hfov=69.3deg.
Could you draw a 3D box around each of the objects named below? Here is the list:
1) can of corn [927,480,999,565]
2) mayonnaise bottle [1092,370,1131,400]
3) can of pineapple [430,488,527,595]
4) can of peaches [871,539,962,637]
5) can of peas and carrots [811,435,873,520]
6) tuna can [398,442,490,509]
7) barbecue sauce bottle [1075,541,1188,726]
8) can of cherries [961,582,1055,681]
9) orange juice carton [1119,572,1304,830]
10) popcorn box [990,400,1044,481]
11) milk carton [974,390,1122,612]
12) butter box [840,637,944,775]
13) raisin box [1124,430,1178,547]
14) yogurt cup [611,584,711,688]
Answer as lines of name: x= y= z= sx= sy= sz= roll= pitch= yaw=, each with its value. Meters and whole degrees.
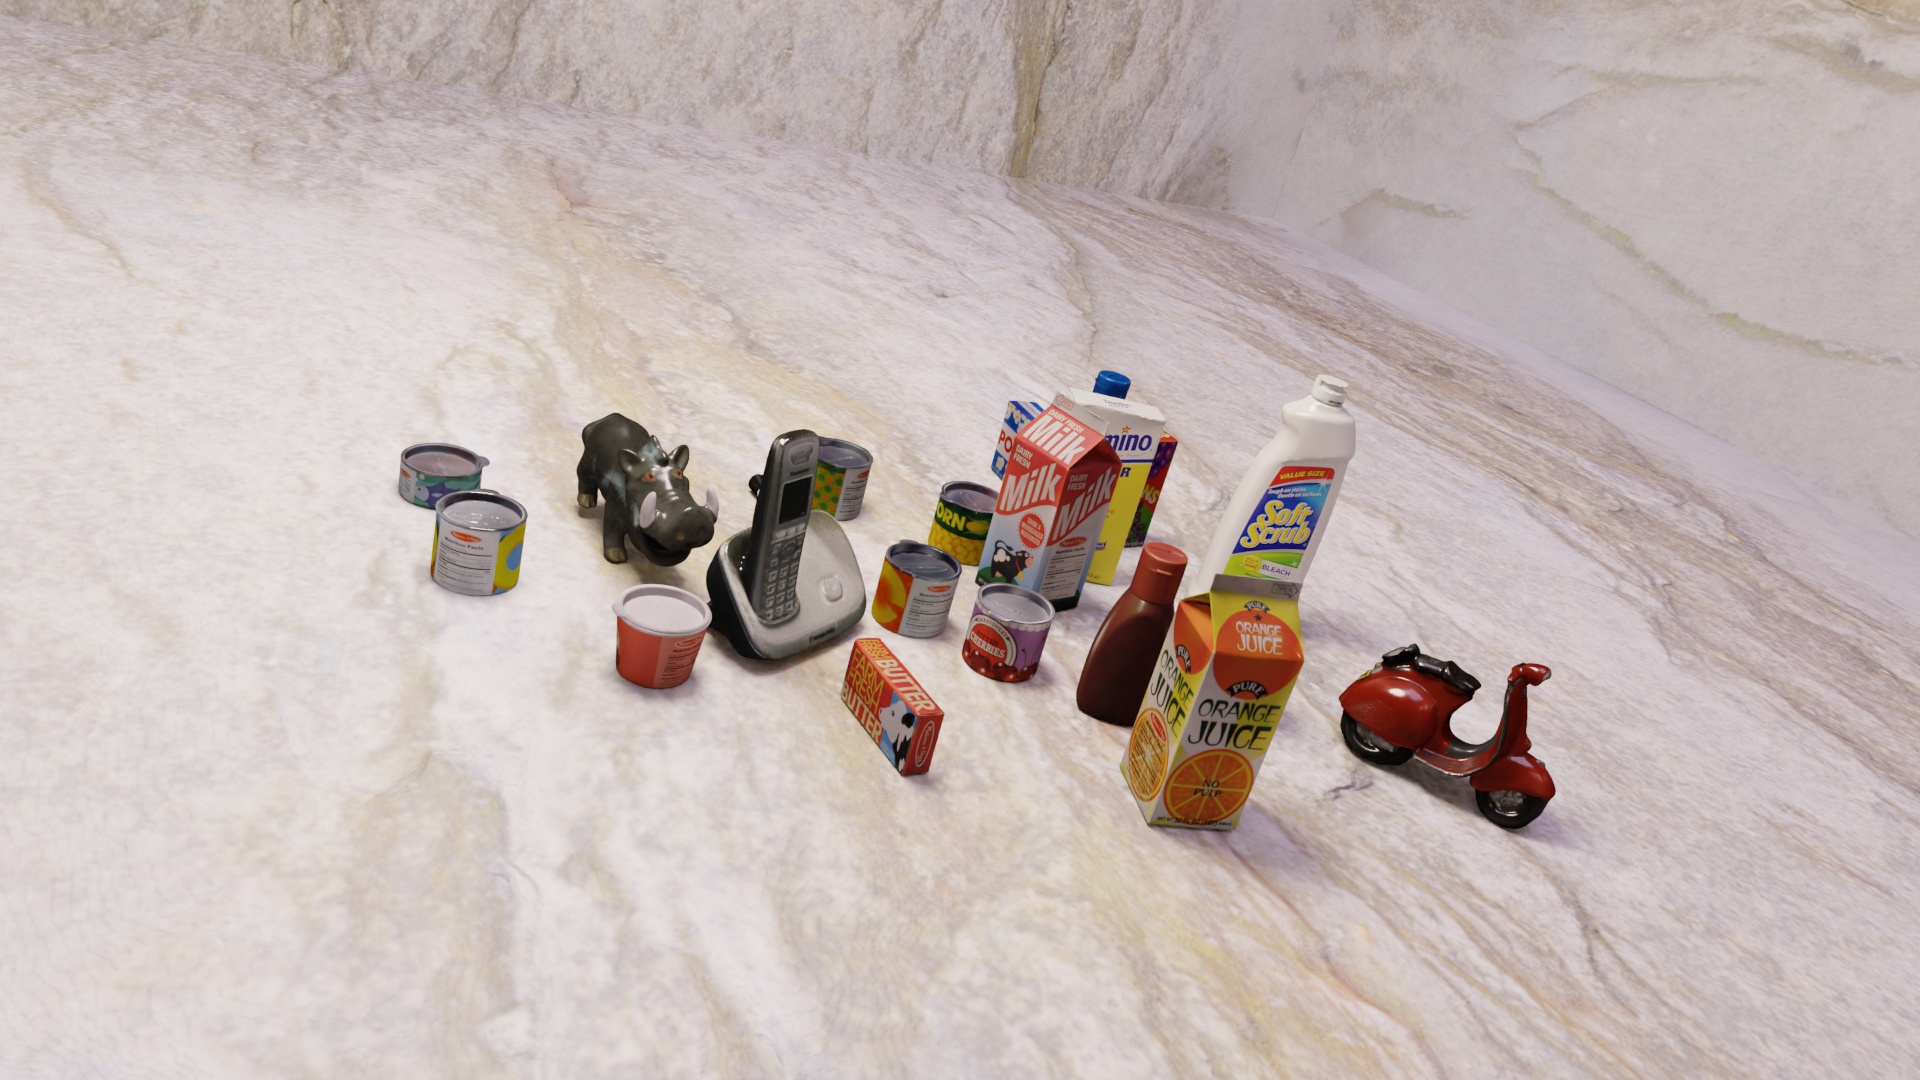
can of corn: x=0.005 y=-0.017 z=1.323 sx=0.071 sy=0.058 sz=0.071 roll=13 pitch=24 yaw=-6
mayonnaise bottle: x=0.145 y=-0.109 z=1.495 sx=0.041 sy=0.147 sz=0.065 roll=27 pitch=26 yaw=23
can of pineapple: x=-0.368 y=0.001 z=1.062 sx=0.071 sy=0.057 sz=0.071 roll=13 pitch=24 yaw=-6
can of peaches: x=-0.038 y=0.041 z=1.175 sx=0.071 sy=0.057 sz=0.071 roll=13 pitch=24 yaw=-6
can of peas and carrots: x=-0.124 y=-0.060 z=1.338 sx=0.071 sy=0.058 sz=0.071 roll=13 pitch=24 yaw=-6
tuna can: x=-0.435 y=-0.054 z=1.169 sx=0.071 sy=0.032 sz=0.071 roll=13 pitch=24 yaw=-6
barbecue sauce bottle: x=0.141 y=0.074 z=1.102 sx=0.065 sy=0.147 sz=0.044 roll=15 pitch=24 yaw=-1
can of cherries: x=0.037 y=0.076 z=1.144 sx=0.071 sy=0.058 sz=0.072 roll=13 pitch=24 yaw=-6
orange juice carton: x=0.183 y=0.110 z=0.998 sx=0.072 sy=0.191 sz=0.073 roll=8 pitch=25 yaw=-17
popcorn box: x=0.083 y=-0.087 z=1.488 sx=0.038 sy=0.084 sz=0.127 roll=2 pitch=28 yaw=-28
milk carton: x=0.083 y=-0.033 z=1.245 sx=0.074 sy=0.189 sz=0.072 roll=-7 pitch=33 yaw=-42
butter box: x=-0.051 y=0.118 z=1.007 sx=0.024 sy=0.053 sz=0.104 roll=-1 pitch=29 yaw=-34
raisin box: x=0.164 y=-0.054 z=1.421 sx=0.086 sy=0.122 sz=0.040 roll=-3 pitch=30 yaw=-36
yogurt cup: x=-0.219 y=0.071 z=1.007 sx=0.072 sy=0.053 sz=0.073 roll=13 pitch=24 yaw=-6
